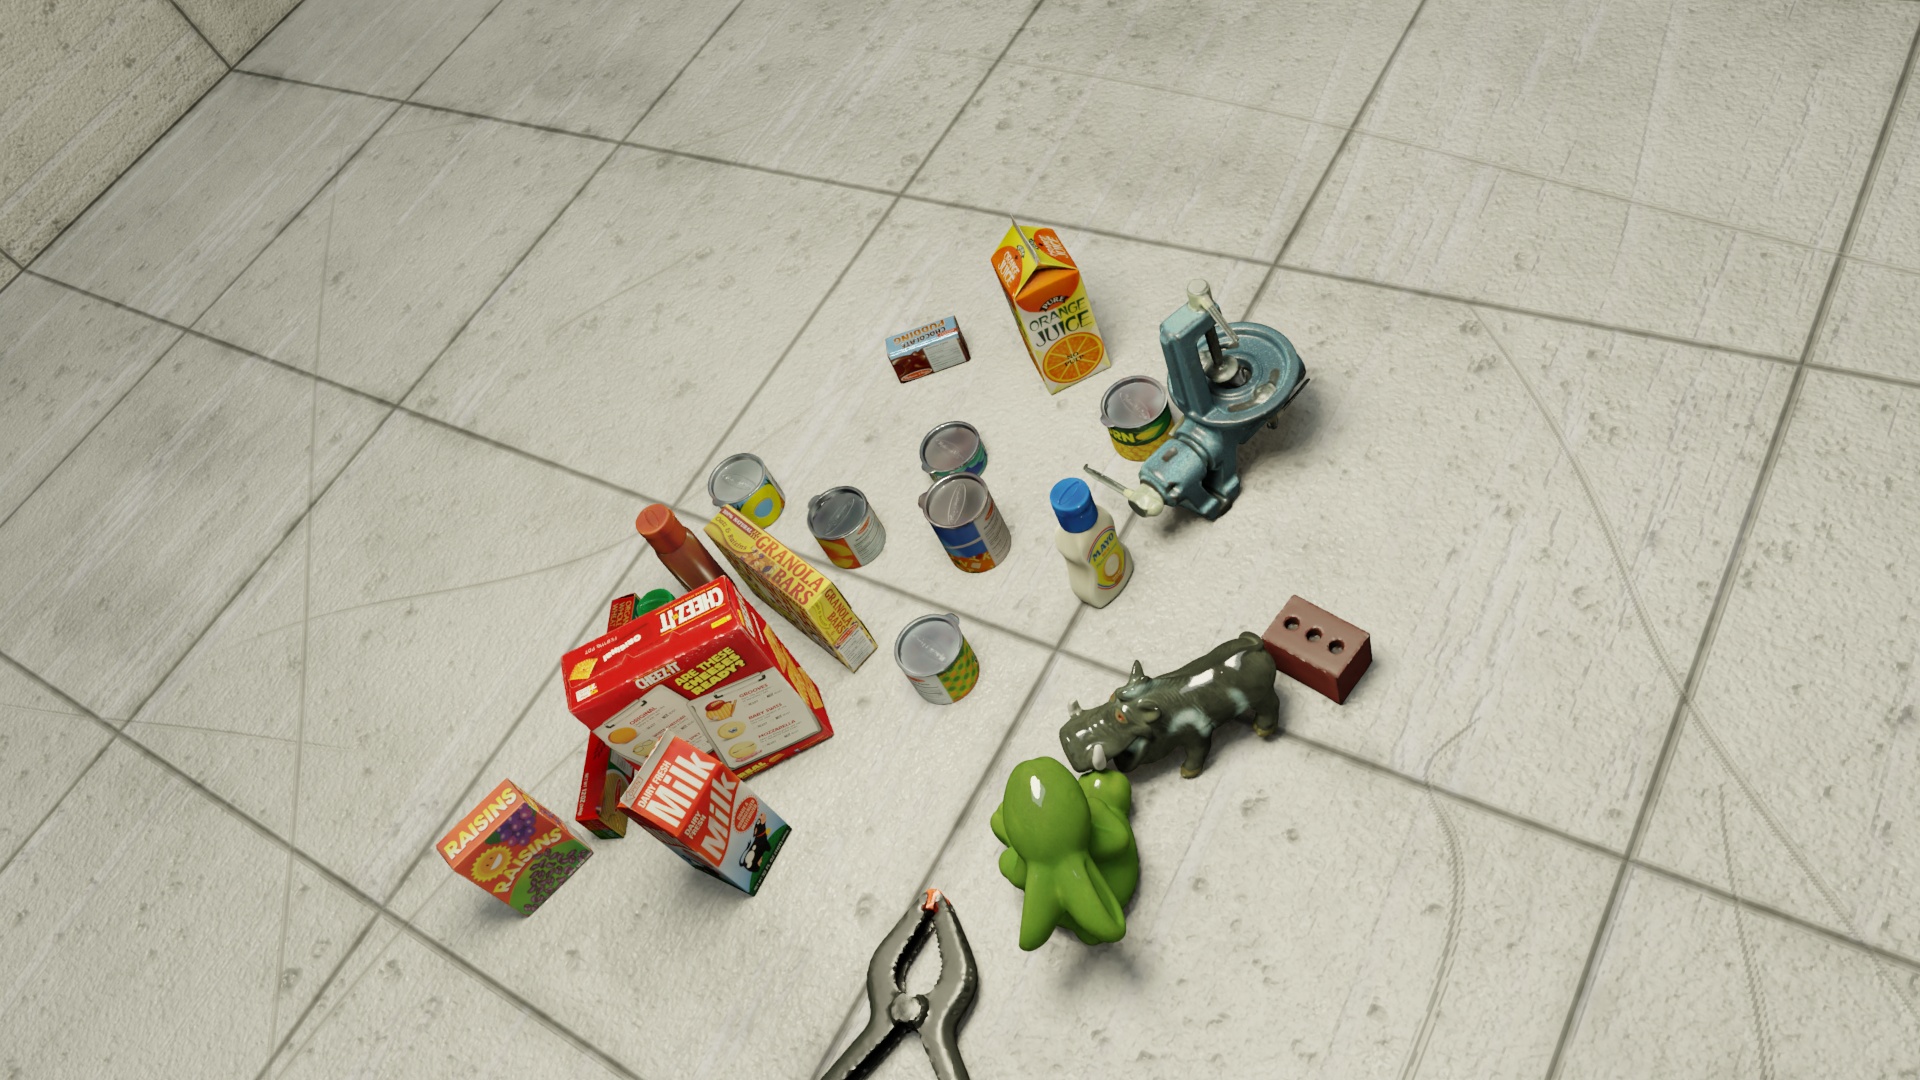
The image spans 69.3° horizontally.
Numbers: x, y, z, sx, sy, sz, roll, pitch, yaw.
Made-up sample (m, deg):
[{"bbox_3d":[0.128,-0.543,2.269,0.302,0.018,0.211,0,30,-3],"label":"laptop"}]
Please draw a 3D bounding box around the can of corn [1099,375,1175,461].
[{"bbox_3d":[0.175,-0.119,1.380,0.071,0.058,0.071,-10,54,14],"label":"can of corn"}]

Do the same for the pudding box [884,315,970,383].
[{"bbox_3d":[-0.036,-0.210,1.530,0.084,0.049,0.030,-18,52,8],"label":"pudding box"}]

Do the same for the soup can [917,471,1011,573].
[{"bbox_3d":[0.005,-0.017,1.356,0.071,0.083,0.072,-10,54,14],"label":"soup can"}]

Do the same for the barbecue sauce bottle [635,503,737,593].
[{"bbox_3d":[-0.275,0.018,1.394,0.044,0.148,0.065,-36,52,-6],"label":"barbecue sauce bottle"}]

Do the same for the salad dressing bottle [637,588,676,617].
[{"bbox_3d":[-0.259,0.099,1.332,0.064,0.147,0.044,-10,54,14],"label":"salad dressing bottle"}]

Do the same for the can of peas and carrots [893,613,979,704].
[{"bbox_3d":[-0.020,0.109,1.292,0.071,0.058,0.071,-10,54,14],"label":"can of peas and carrots"}]

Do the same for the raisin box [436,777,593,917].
[{"bbox_3d":[-0.406,0.282,1.273,0.086,0.123,0.040,-44,53,-12],"label":"raisin box"}]

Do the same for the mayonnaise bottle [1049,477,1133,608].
[{"bbox_3d":[0.116,0.000,1.261,0.041,0.147,0.065,29,70,34],"label":"mayonnaise bottle"}]

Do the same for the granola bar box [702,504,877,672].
[{"bbox_3d":[-0.165,0.046,1.349,0.166,0.123,0.039,33,73,35],"label":"granola bar box"}]

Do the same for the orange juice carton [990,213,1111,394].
[{"bbox_3d":[0.089,-0.245,1.416,0.073,0.192,0.072,-26,51,2],"label":"orange juice carton"}]

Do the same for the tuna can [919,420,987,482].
[{"bbox_3d":[-0.008,-0.087,1.443,0.071,0.032,0.071,-10,53,14],"label":"tuna can"}]

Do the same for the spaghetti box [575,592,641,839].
[{"bbox_3d":[-0.338,0.170,1.374,0.028,0.050,0.251,-11,53,14],"label":"spaghetti box"}]

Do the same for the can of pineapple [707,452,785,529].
[{"bbox_3d":[-0.229,-0.049,1.483,0.071,0.057,0.071,-10,54,14],"label":"can of pineapple"}]

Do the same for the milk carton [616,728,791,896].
[{"bbox_3d":[-0.227,0.232,1.198,0.073,0.189,0.072,16,64,29],"label":"milk carton"}]

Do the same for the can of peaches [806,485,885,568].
[{"bbox_3d":[-0.117,-0.014,1.416,0.071,0.058,0.071,-10,54,14],"label":"can of peaches"}]
